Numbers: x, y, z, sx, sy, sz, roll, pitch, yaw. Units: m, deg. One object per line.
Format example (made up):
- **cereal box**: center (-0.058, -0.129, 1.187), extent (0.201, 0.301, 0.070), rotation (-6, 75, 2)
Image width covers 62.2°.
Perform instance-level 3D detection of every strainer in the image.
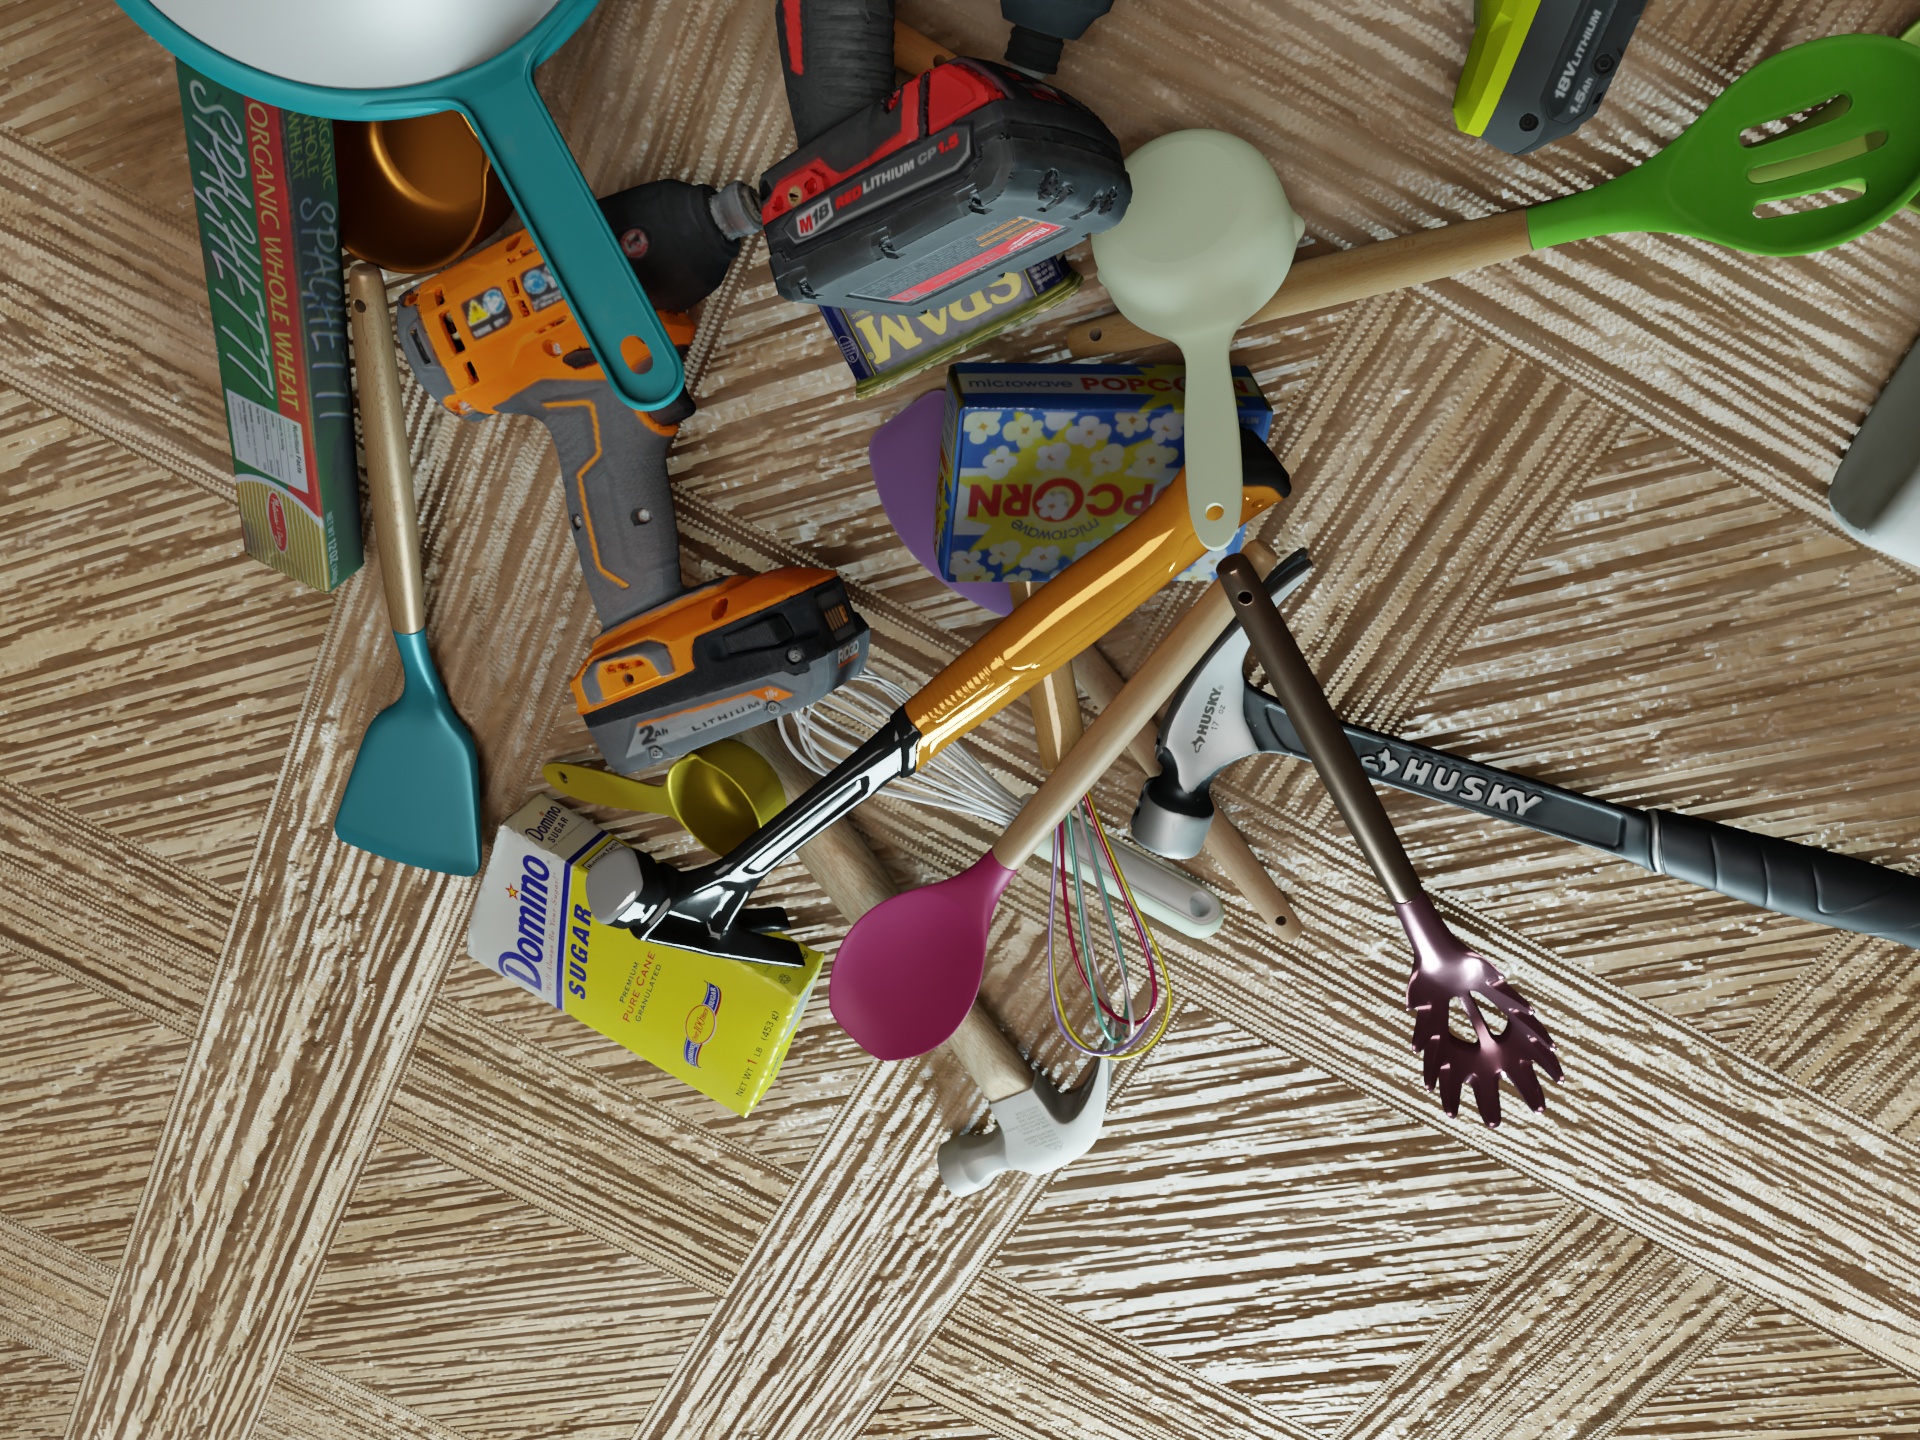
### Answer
- **strainer**: center (-0.185, -0.265, 0.540), extent (0.211, 0.095, 0.340), rotation (-28, 97, -5)

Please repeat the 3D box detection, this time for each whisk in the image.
- **whisk**: center (0.055, 0.040, 0.720), extent (0.047, 0.051, 0.245), rotation (-3, 104, 35)
- **whisk**: center (0.021, 0.041, 0.759), extent (0.246, 0.058, 0.059), rotation (29, 153, -10)

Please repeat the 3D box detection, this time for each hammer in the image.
- **hammer**: center (-0.001, -0.002, 0.671), extent (0.337, 0.034, 0.127), rotation (-38, 146, 19)
- **hammer**: center (-0.033, 0.104, 0.808), extent (0.130, 0.031, 0.331), rotation (-28, 109, 22)
- **hammer**: center (0.291, 0.043, 0.706), extent (0.409, 0.036, 0.149), rotation (16, 113, -1)

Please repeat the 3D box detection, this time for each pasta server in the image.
- **pasta server**: center (0.180, 0.059, 0.675), extent (0.060, 0.040, 0.316), rotation (-24, 120, 18)

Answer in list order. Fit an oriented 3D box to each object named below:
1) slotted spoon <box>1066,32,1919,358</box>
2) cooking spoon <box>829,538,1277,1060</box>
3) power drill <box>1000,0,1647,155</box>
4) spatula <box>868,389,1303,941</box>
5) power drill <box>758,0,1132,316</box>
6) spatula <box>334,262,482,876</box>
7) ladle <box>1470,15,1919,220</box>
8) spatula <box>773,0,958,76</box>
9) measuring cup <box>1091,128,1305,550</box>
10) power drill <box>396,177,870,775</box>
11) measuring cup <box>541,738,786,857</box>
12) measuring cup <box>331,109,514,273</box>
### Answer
- **slotted spoon**: center (0.184, -0.177, 0.589), extent (0.314, 0.031, 0.070), rotation (-8, 87, 27)
- **cooking spoon**: center (0.035, 0.043, 0.697), extent (0.069, 0.017, 0.318), rotation (42, 119, 8)
- **power drill**: center (0.126, -0.288, 0.552), extent (0.223, 0.080, 0.171), rotation (20, 118, 4)
- **spatula**: center (0.066, -0.013, 0.735), extent (0.060, 0.018, 0.315), rotation (-35, 106, 15)
- **power drill**: center (-0.023, -0.262, 0.539), extent (0.143, 0.078, 0.220), rotation (-15, 88, 36)
- **spatula**: center (-0.264, -0.059, 0.743), extent (0.082, 0.044, 0.317), rotation (15, 130, 7)
- **ladle**: center (0.241, -0.190, 0.591), extent (0.320, 0.062, 0.078), rotation (-11, 104, 19)
- **spatula**: center (-0.138, -0.321, 0.601), extent (0.322, 0.041, 0.081), rotation (27, 94, -6)
- **measuring cup**: center (0.087, -0.146, 0.592), extent (0.083, 0.168, 0.038), rotation (-8, 160, 20)
- **power drill**: center (-0.123, -0.107, 0.672), extent (0.164, 0.084, 0.226), rotation (-20, 98, 20)
- **measuring cup**: center (-0.147, 0.030, 0.777), extent (0.157, 0.029, 0.062), rotation (8, 125, 38)
- **measuring cup**: center (-0.230, -0.271, 0.634), extent (0.095, 0.052, 0.173), rotation (-1, 119, 16)
